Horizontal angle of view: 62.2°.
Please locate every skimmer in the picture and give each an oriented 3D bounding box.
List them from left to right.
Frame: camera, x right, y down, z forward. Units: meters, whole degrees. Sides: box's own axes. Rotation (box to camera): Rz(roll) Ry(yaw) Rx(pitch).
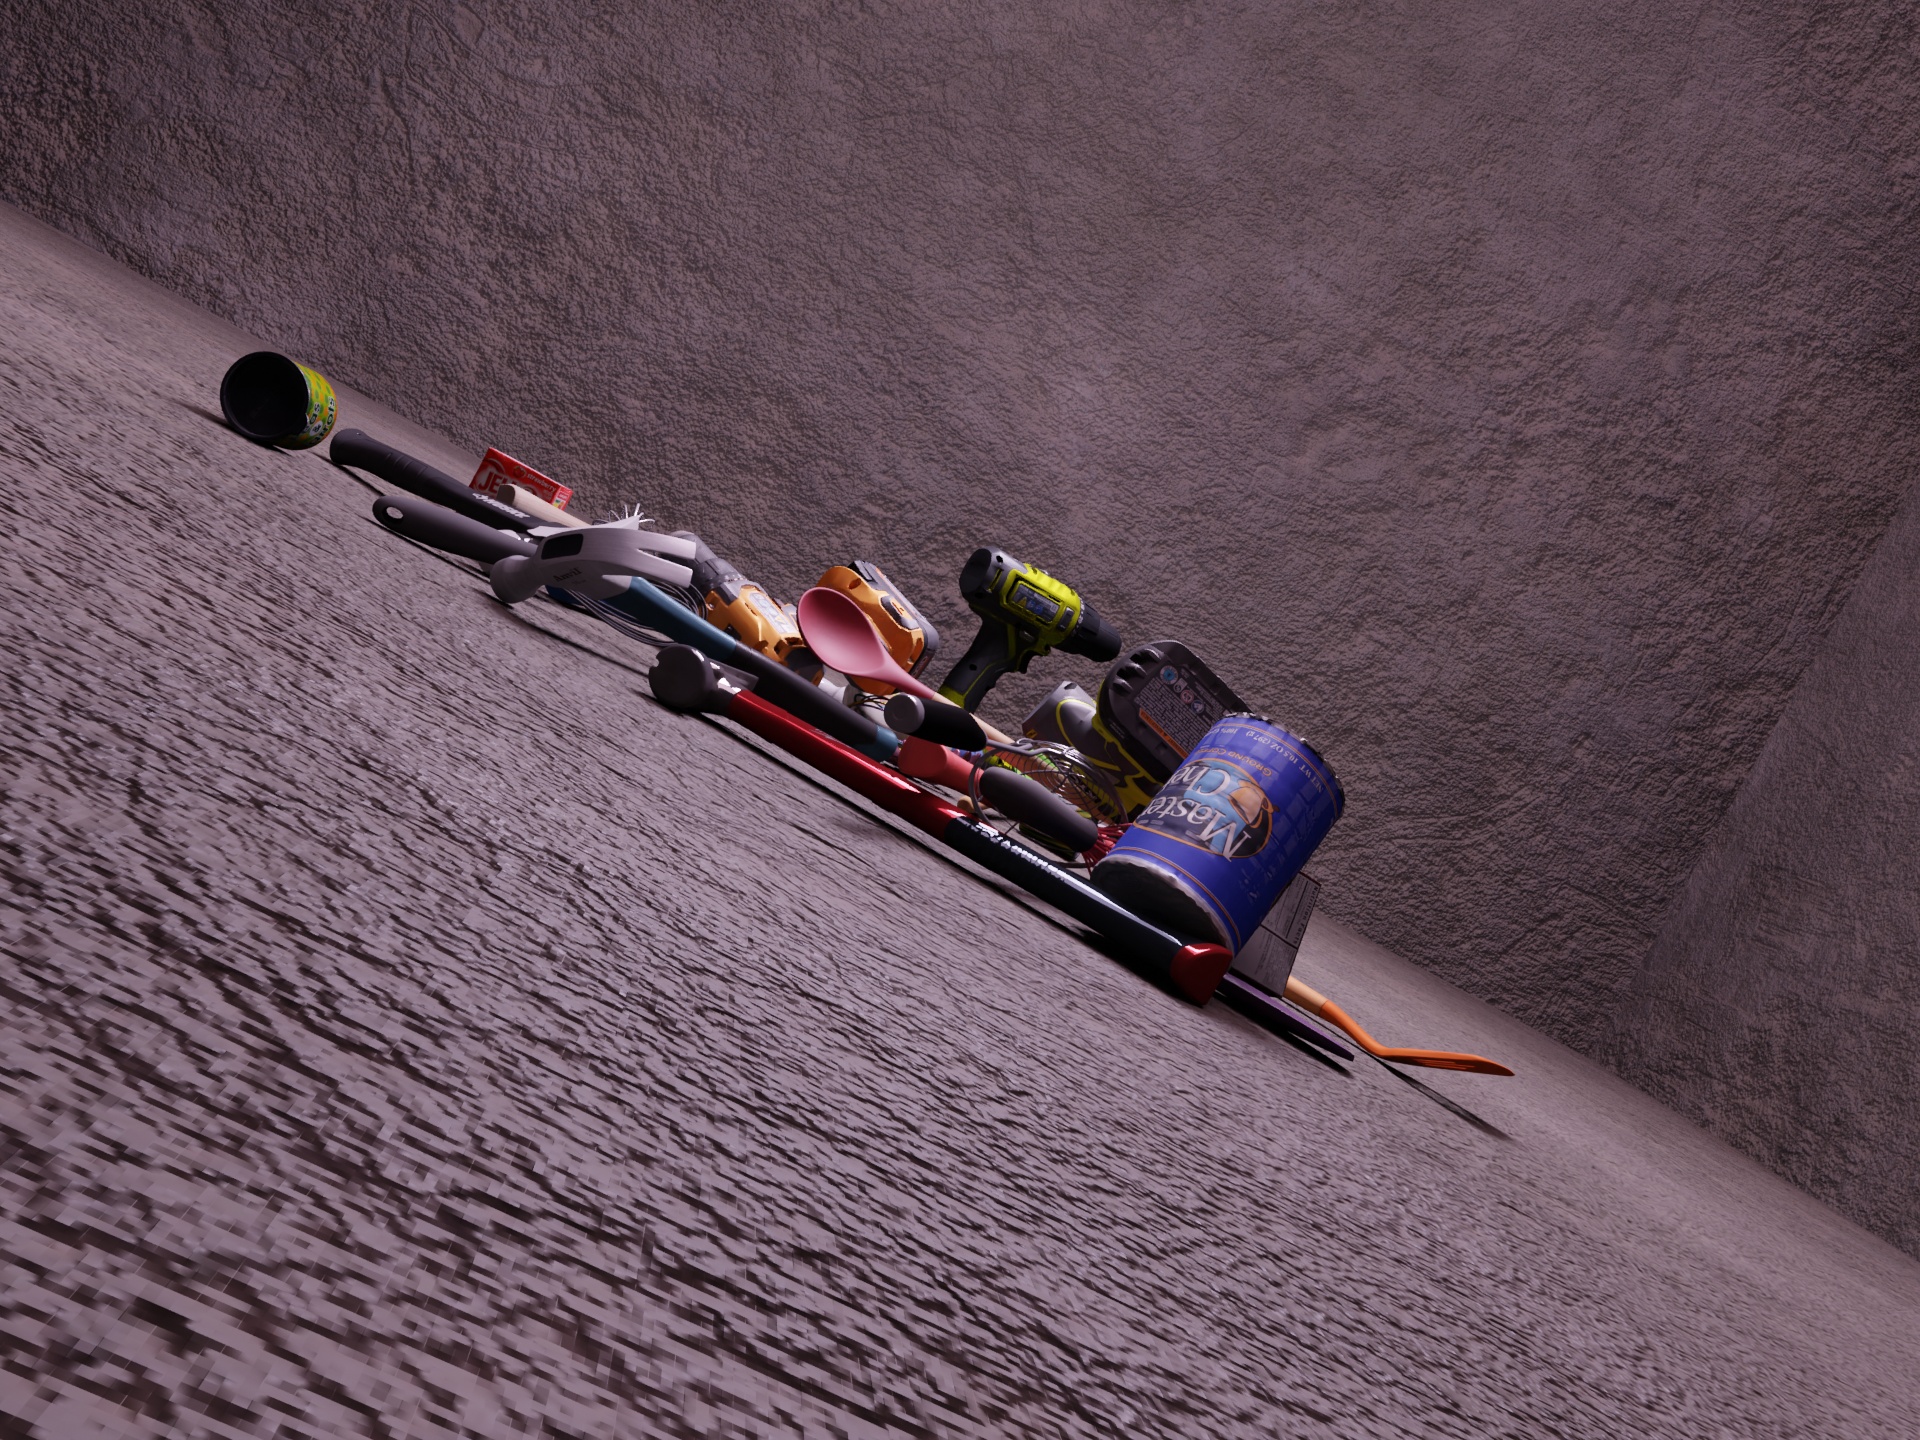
[{"bbox_3d":[0.022,0.047,1.065,0.127,0.090,0.363,12,-3,21],"label":"skimmer"}]

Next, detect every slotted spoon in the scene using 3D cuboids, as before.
[{"bbox_3d":[0.044,0.062,1.447,0.070,0.031,0.313,48,13,9],"label":"slotted spoon"}]

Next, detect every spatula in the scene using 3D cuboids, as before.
[{"bbox_3d":[0.118,0.140,1.053,0.316,0.018,0.059,30,-10,18],"label":"spatula"},{"bbox_3d":[0.263,0.200,1.215,0.323,0.041,0.081,29,-1,37],"label":"spatula"}]

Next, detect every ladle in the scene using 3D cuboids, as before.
[{"bbox_3d":[-0.002,-0.004,1.286,0.315,0.069,0.031,34,-39,-7],"label":"ladle"}]

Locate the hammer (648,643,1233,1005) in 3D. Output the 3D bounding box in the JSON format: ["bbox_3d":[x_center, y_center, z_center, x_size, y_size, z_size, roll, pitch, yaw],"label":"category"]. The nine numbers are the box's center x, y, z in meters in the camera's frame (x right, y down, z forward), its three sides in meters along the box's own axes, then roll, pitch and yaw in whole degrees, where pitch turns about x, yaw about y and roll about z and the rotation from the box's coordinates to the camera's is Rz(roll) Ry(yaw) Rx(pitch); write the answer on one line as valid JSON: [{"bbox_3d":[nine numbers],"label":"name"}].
[{"bbox_3d":[-0.009,0.062,0.988,0.386,0.038,0.143,29,0,12],"label":"hammer"}]

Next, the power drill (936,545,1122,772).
[{"bbox_3d":[0.050,-0.041,1.624,0.190,0.228,0.080,28,2,-29],"label":"power drill"}]

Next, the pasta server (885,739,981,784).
[{"bbox_3d":[-0.089,0.006,1.302,0.060,0.040,0.316,15,-6,38],"label":"pasta server"}]

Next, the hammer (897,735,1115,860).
[{"bbox_3d":[0.096,0.096,1.321,0.358,0.037,0.149,28,-6,-28],"label":"hammer"}]

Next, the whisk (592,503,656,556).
[{"bbox_3d":[-0.297,-0.138,1.380,0.057,0.059,0.246,19,-12,-13],"label":"whisk"}]

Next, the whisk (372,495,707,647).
[{"bbox_3d":[-0.292,-0.106,1.115,0.239,0.055,0.055,20,4,-15],"label":"whisk"}]

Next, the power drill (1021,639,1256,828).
[{"bbox_3d":[0.144,0.029,1.194,0.171,0.080,0.223,44,-16,-1],"label":"power drill"}]

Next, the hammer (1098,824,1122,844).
[{"bbox_3d":[0.177,0.117,1.527,0.149,0.036,0.409,26,-5,-13],"label":"hammer"}]

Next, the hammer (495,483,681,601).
[{"bbox_3d":[-0.276,-0.136,1.540,0.146,0.038,0.410,2,-15,36],"label":"hammer"}]

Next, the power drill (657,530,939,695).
[{"bbox_3d":[-0.144,-0.093,1.374,0.185,0.084,0.226,47,27,21],"label":"power drill"}]

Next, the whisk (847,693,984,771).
[{"bbox_3d":[-0.018,0.038,1.490,0.244,0.047,0.051,33,11,-36],"label":"whisk"}]

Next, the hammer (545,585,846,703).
[{"bbox_3d":[-0.229,-0.074,1.409,0.144,0.035,0.405,30,2,26],"label":"hammer"}]

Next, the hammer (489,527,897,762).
[{"bbox_3d":[-0.159,-0.043,1.111,0.128,0.033,0.330,-14,-31,33],"label":"hammer"}]

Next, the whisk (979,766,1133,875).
[{"bbox_3d":[0.091,0.083,1.074,0.073,0.073,0.295,30,-2,37],"label":"whisk"}]

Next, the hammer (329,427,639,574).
[{"bbox_3d":[-0.401,-0.181,1.275,0.335,0.035,0.146,25,24,36],"label":"hammer"}]
